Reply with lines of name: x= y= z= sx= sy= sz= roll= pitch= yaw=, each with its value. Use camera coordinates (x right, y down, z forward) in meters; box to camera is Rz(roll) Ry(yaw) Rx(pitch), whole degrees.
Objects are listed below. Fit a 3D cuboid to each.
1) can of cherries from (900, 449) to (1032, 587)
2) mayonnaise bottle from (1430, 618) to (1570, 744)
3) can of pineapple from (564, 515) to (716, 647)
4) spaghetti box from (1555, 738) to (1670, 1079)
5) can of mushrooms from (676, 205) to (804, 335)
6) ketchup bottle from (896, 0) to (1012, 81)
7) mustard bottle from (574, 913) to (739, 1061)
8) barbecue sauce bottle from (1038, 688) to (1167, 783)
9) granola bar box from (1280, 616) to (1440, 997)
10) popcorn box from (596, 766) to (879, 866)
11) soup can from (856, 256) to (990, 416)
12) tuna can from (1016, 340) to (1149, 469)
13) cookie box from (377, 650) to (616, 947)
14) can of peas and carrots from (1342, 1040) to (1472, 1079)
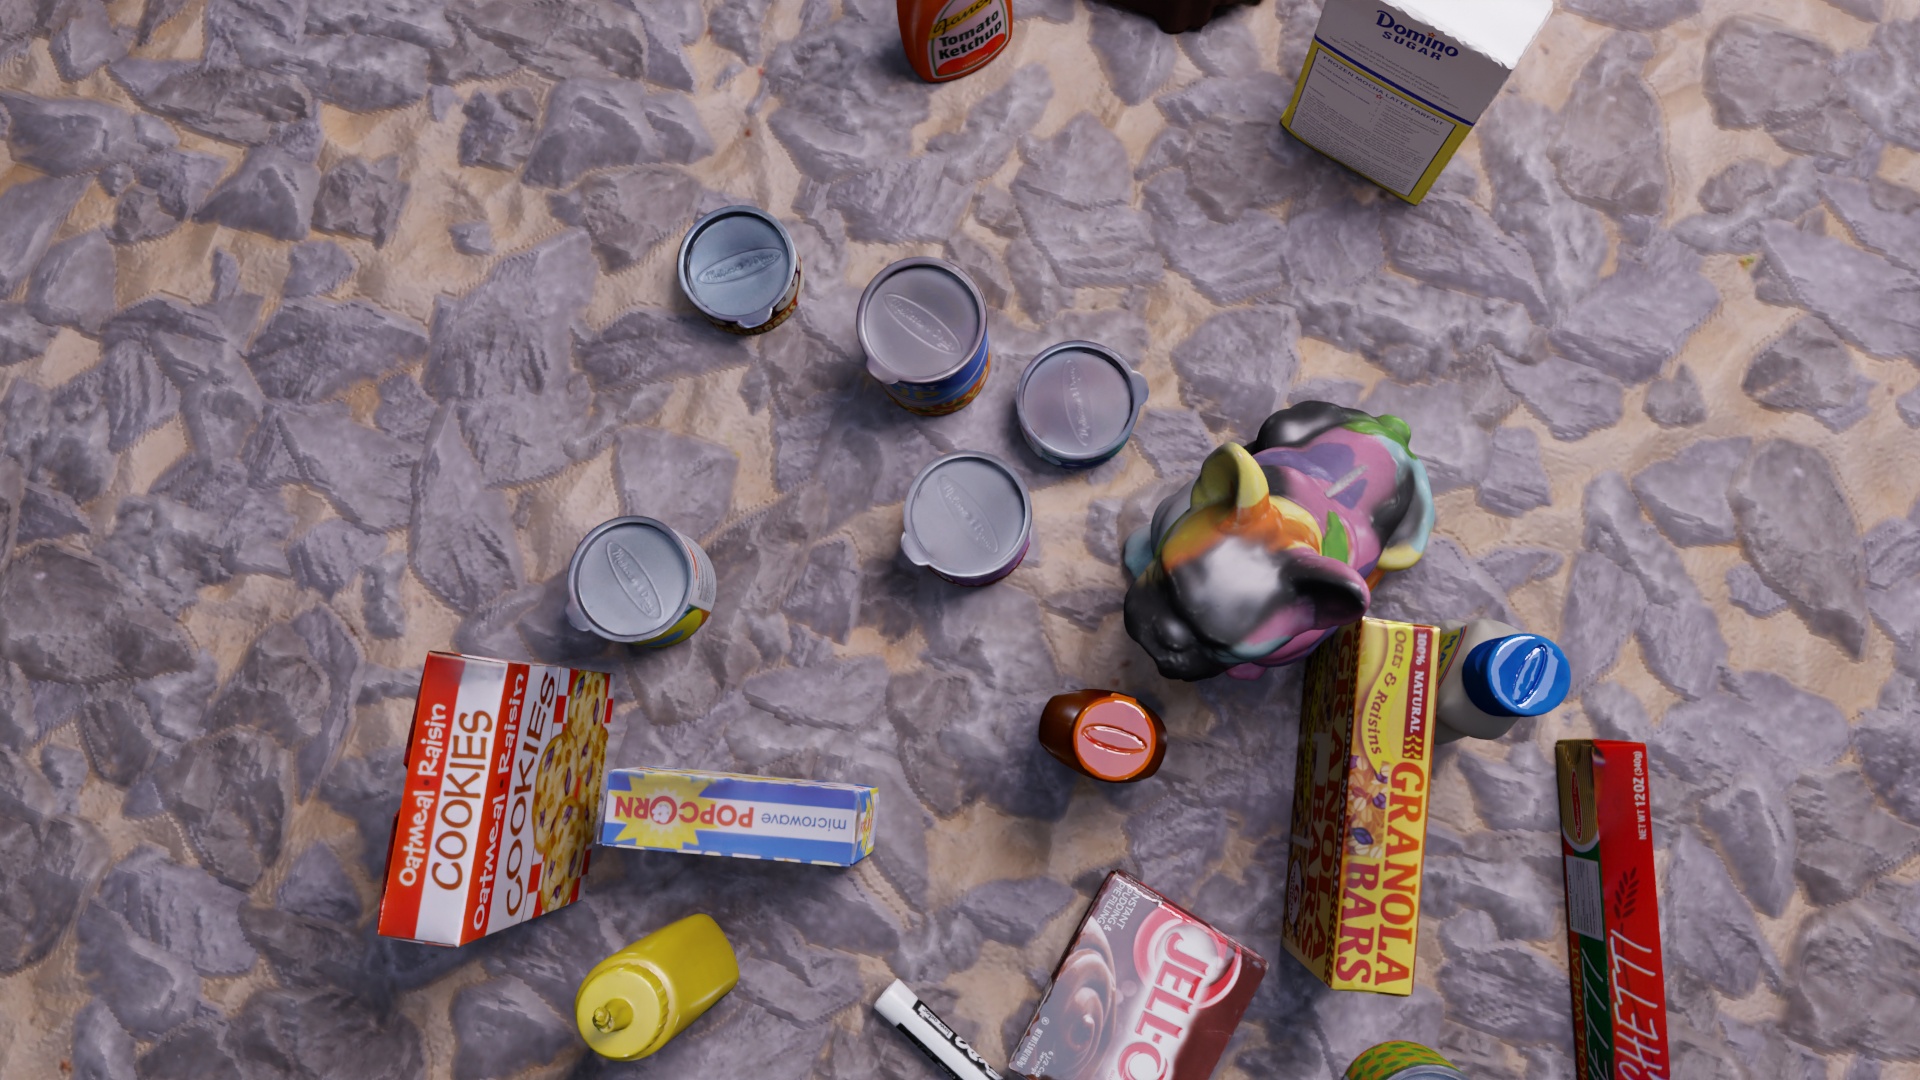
can of cherries: x=0.003 y=-0.009 z=0.737 sx=0.071 sy=0.058 sz=0.071 roll=0 pitch=82 yaw=3
mayonnaise bottle: x=0.248 y=0.066 z=0.669 sx=0.041 sy=0.148 sz=0.065 roll=27 pitch=84 yaw=6
can of pineapple: x=-0.170 y=0.024 z=0.740 sx=0.071 sy=0.058 sz=0.071 roll=0 pitch=82 yaw=3
spaghetti box: x=0.326 y=0.225 z=0.692 sx=0.029 sy=0.050 sz=0.250 roll=-1 pitch=82 yaw=3
can of mushrooms: x=-0.121 y=-0.148 z=0.775 sx=0.071 sy=0.033 sz=0.071 roll=0 pitch=82 yaw=3
ketchup bottle: x=-0.005 y=-0.299 z=0.733 sx=0.065 sy=0.148 sz=0.043 roll=-28 pitch=82 yaw=-1
mustard bottle: x=-0.149 y=0.216 z=0.660 sx=0.065 sy=0.160 sz=0.049 roll=-31 pitch=82 yaw=-2
barbecue sauce bottle: x=0.070 y=0.095 z=0.673 sx=0.065 sy=0.148 sz=0.044 roll=16 pitch=83 yaw=5
granola bar box: x=0.193 y=0.125 z=0.675 sx=0.039 sy=0.124 sz=0.165 roll=7 pitch=82 yaw=4
popcorn box: x=-0.109 y=0.139 z=0.707 sx=0.127 sy=0.085 sz=0.038 roll=4 pitch=83 yaw=3
soup can: x=-0.019 y=-0.104 z=0.739 sx=0.071 sy=0.083 sz=0.071 roll=0 pitch=82 yaw=3
tuna can: x=0.066 y=-0.074 z=0.756 sx=0.071 sy=0.033 sz=0.071 roll=0 pitch=82 yaw=3
cookie box: x=-0.218 y=0.120 z=0.673 sx=0.040 sy=0.167 sz=0.123 roll=6 pitch=83 yaw=4
can of peas and carrots: x=0.227 y=0.285 z=0.683 sx=0.071 sy=0.058 sz=0.071 roll=0 pitch=82 yaw=3
